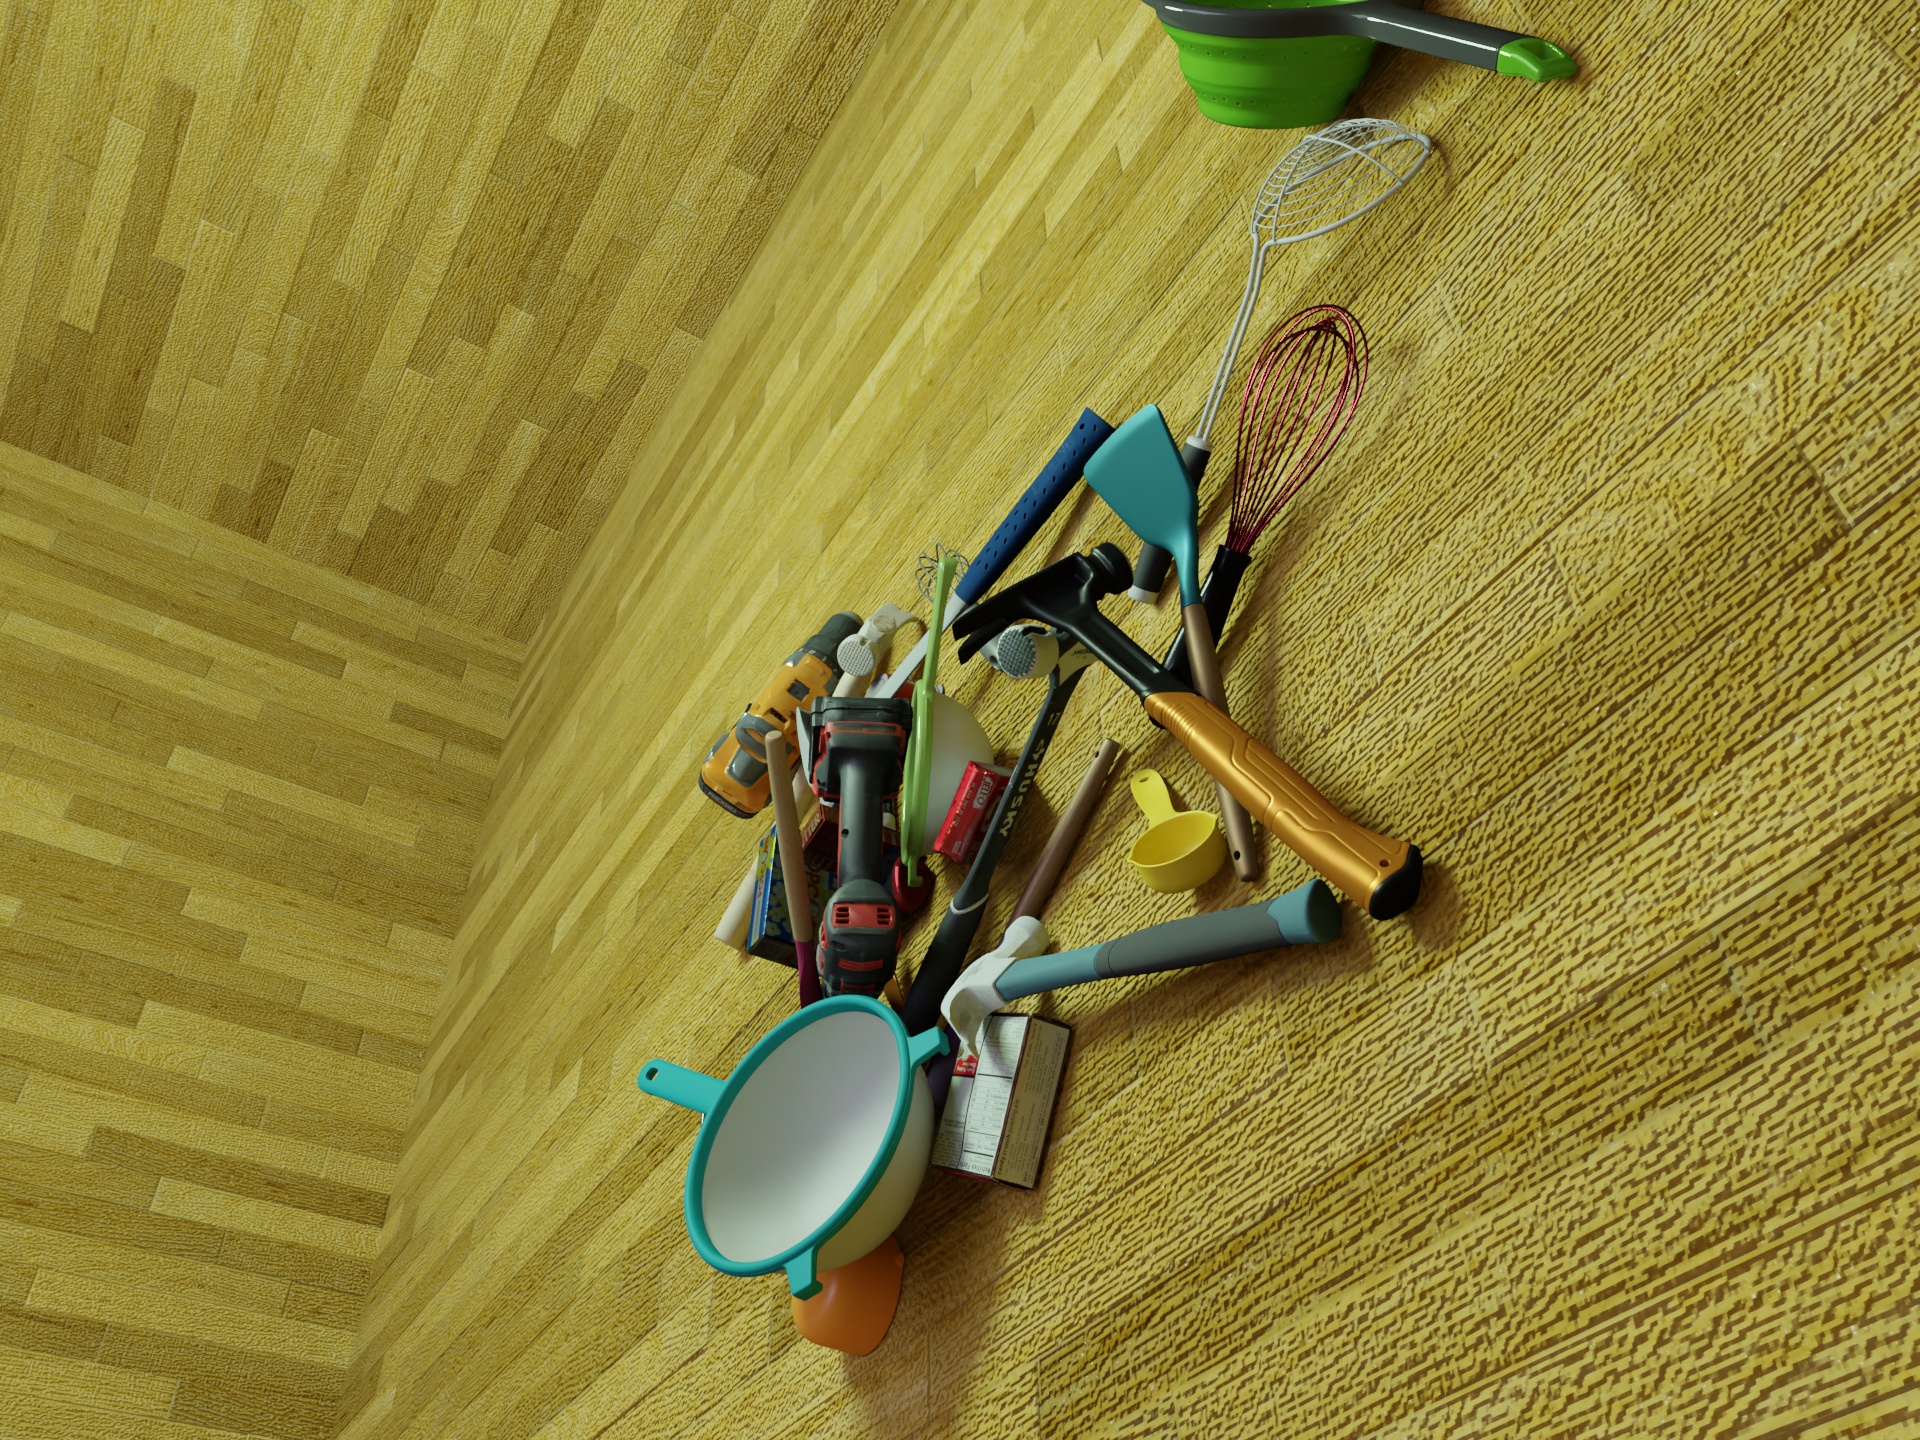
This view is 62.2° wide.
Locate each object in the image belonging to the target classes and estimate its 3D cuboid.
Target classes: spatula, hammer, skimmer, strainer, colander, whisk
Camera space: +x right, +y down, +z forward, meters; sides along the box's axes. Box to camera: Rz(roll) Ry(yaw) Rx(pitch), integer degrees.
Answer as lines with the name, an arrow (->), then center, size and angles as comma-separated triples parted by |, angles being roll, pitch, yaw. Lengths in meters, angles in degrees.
spatula -> 0.141, -0.048, 0.999 | 0.082, 0.044, 0.318 | -40, 50, 46
hammer -> 0.101, 0.142, 0.968 | 0.128, 0.033, 0.331 | -41, 10, -38
skimmer -> 0.216, -0.246, 1.121 | 0.127, 0.090, 0.363 | -123, 49, -63
strainer -> -0.002, -0.004, 1.260 | 0.152, 0.069, 0.256 | -97, 14, -67
strainer -> -0.129, 0.308, 1.178 | 0.340, 0.095, 0.211 | -1, 53, 52
hammer -> -0.154, 0.066, 1.601 | 0.410, 0.038, 0.146 | -62, -5, 26
spatula -> 0.039, 0.153, 1.155 | 0.316, 0.018, 0.060 | -64, 22, 10
colander -> 0.269, -0.454, 1.110 | 0.398, 0.204, 0.094 | 48, 149, 48
hammer -> 0.016, 0.111, 1.152 | 0.036, 0.149, 0.408 | 37, 116, 32
whisk -> 0.008, -0.100, 1.421 | 0.055, 0.055, 0.239 | -60, 29, 16
hammer -> -0.007, -0.100, 1.372 | 0.405, 0.035, 0.144 | -51, 36, 12
whisk -> 0.188, -0.129, 1.043 | 0.296, 0.073, 0.073 | -68, 22, 12
hammer -> 0.129, 0.005, 0.908 | 0.337, 0.127, 0.034 | 45, 156, 43
hammer -> -0.135, 0.263, 1.411 | 0.386, 0.038, 0.143 | -57, 23, 22

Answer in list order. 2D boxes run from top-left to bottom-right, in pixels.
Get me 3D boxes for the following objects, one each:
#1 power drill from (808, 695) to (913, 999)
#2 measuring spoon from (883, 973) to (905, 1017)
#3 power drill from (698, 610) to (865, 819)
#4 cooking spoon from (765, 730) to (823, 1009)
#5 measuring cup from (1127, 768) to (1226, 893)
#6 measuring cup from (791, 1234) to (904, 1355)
power drill -> -0.081, 0.113, 1.248 | 0.187, 0.080, 0.227 | 102, 167, -60
measuring spoon -> -0.063, 0.206, 1.290 | 0.021, 0.011, 0.117 | -46, 50, 27
power drill -> -0.180, -0.008, 1.645 | 0.185, 0.084, 0.226 | -56, 4, -31
cooking spoon -> -0.123, 0.146, 1.225 | 0.069, 0.017, 0.318 | -93, -1, -59
measuring cup -> 0.133, 0.068, 1.020 | 0.062, 0.029, 0.157 | -27, 17, 6
measuring cup -> -0.091, 0.383, 1.185 | 0.095, 0.052, 0.174 | -54, 28, 29
